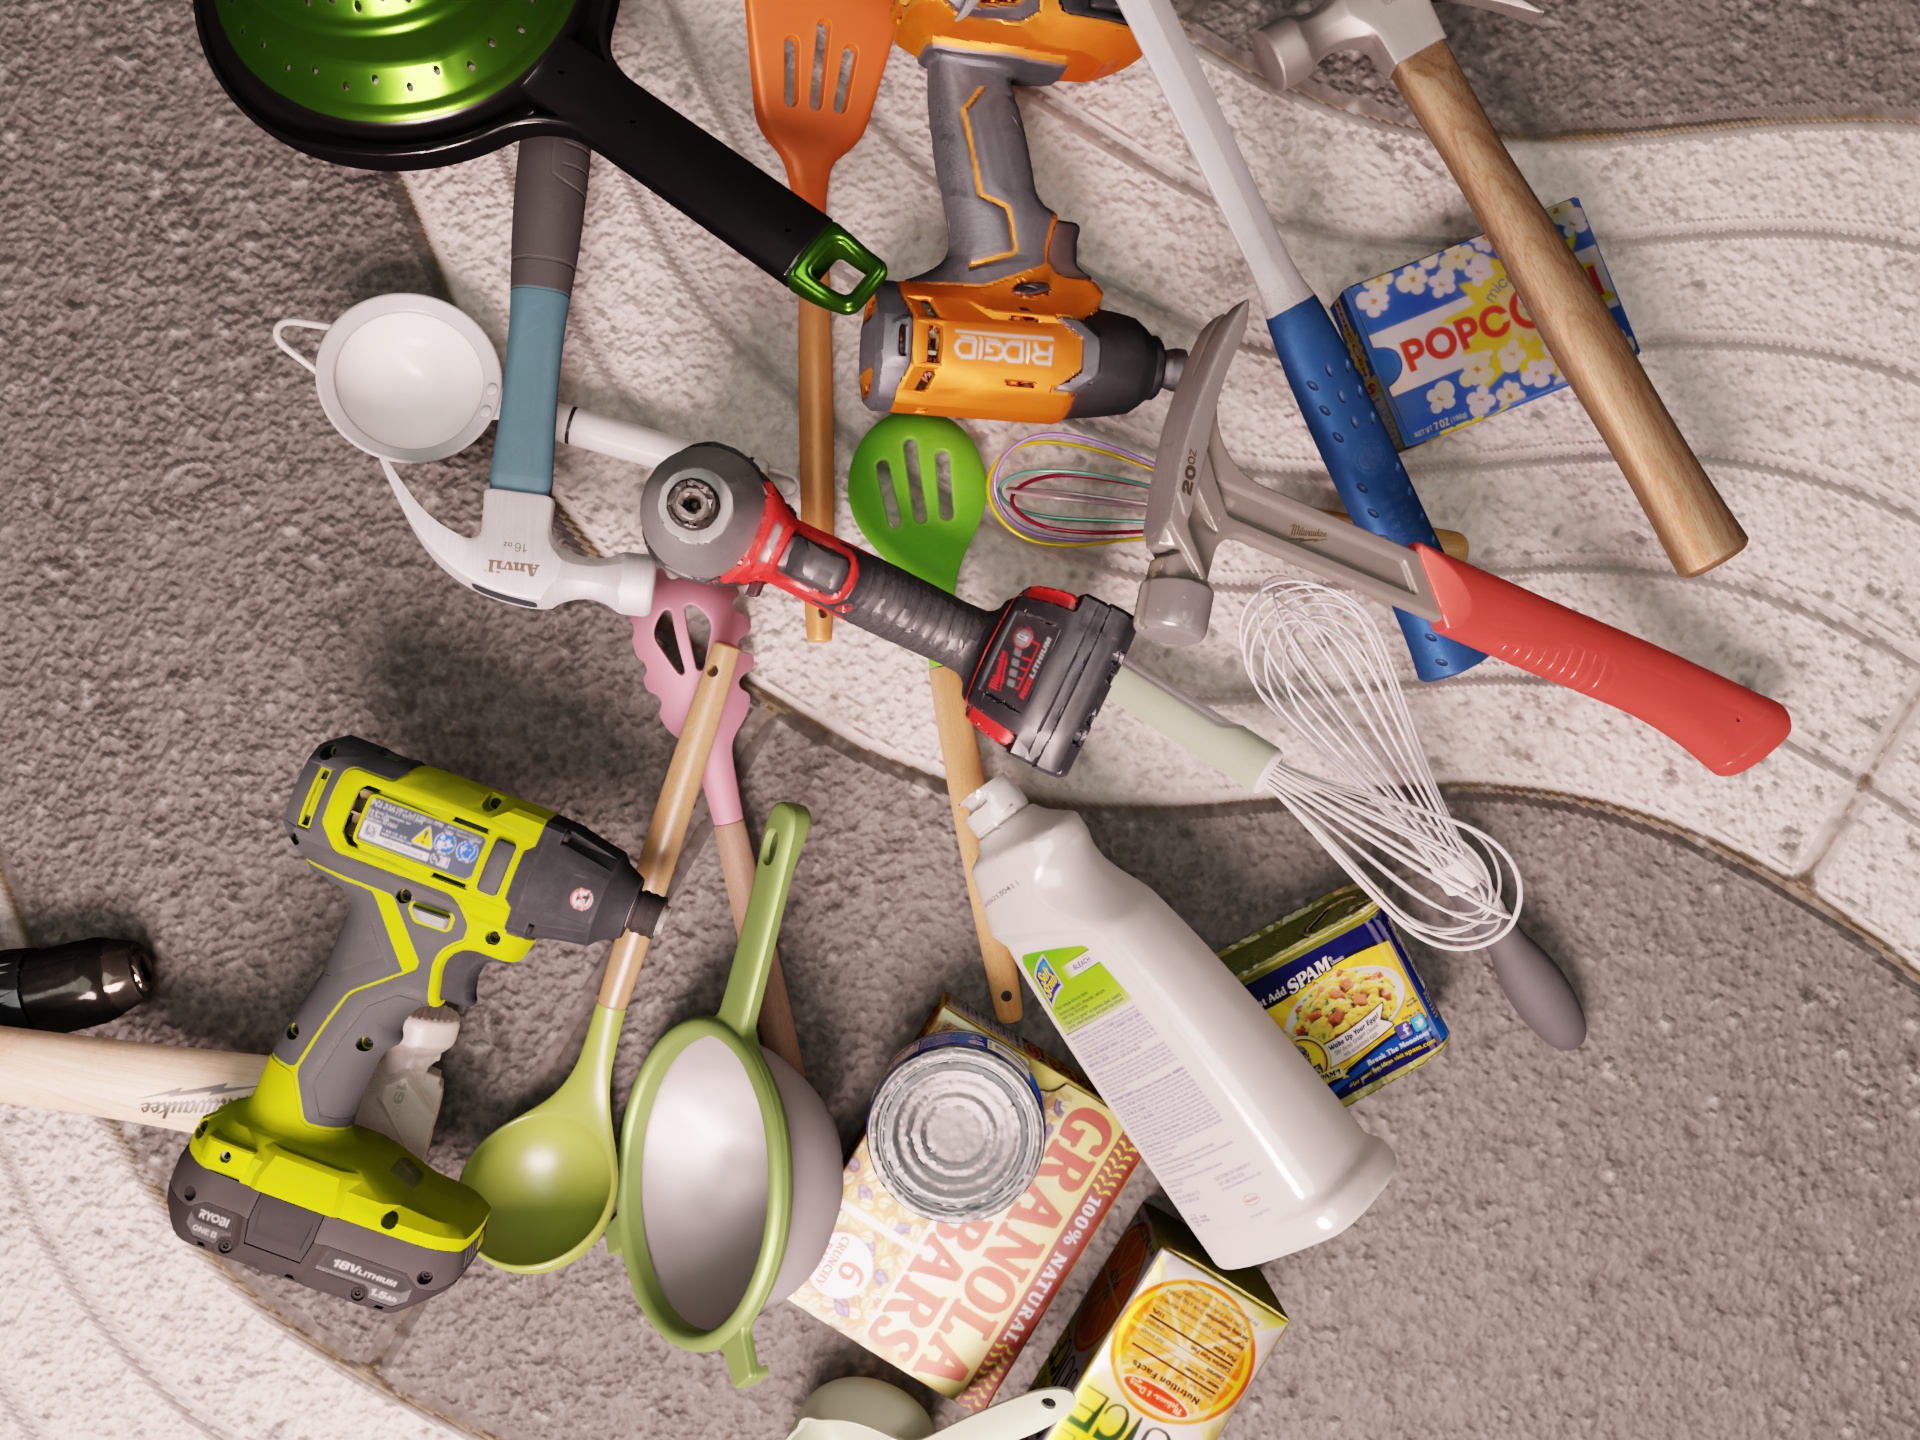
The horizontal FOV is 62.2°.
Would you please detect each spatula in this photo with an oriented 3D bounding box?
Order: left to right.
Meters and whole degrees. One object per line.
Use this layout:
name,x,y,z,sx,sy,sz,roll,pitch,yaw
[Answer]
spatula,-0.070,-0.200,0.786,0.081,0.041,0.322,-1,90,-23

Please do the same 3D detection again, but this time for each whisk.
whisk,0.133,-0.098,0.792,0.245,0.051,0.047,8,56,-5
whisk,0.155,0.028,0.763,0.246,0.058,0.059,34,108,18
whisk,0.230,0.048,0.789,0.070,0.070,0.284,-35,96,0

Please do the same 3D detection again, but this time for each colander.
colander,-0.198,-0.317,0.713,0.397,0.094,0.204,36,79,7

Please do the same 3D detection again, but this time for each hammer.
hammer,-0.457,0.166,0.737,0.410,0.038,0.146,15,91,-16
hammer,-0.199,-0.217,0.765,0.128,0.033,0.331,5,80,-13
hammer,0.143,-0.199,0.737,0.144,0.035,0.405,-31,101,-9
hammer,0.246,-0.058,0.735,0.358,0.037,0.149,18,79,-21
hammer,0.277,-0.219,0.757,0.130,0.031,0.331,-30,88,0

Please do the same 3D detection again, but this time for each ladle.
ladle,-0.166,0.114,0.765,0.078,0.062,0.320,21,97,15

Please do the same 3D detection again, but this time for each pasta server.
pasta server,-0.109,0.076,0.799,0.060,0.040,0.316,-13,94,-1

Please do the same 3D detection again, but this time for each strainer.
strainer,-0.205,-0.148,0.789,0.258,0.050,0.087,15,78,-6
strainer,-0.089,0.167,0.757,0.069,0.152,0.256,12,92,-38

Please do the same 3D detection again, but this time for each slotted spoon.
slotted spoon,-0.001,-0.003,0.798,0.070,0.031,0.314,-10,92,2

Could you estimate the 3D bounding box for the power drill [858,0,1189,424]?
power drill,0.038,-0.257,0.769,0.164,0.084,0.226,3,94,-12

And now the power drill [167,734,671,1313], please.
power drill,-0.245,0.138,0.722,0.171,0.080,0.223,21,88,-3

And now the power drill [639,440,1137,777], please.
power drill,-0.039,-0.057,0.713,0.219,0.143,0.078,25,91,-3

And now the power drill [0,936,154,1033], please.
power drill,-0.511,0.067,0.769,0.188,0.080,0.226,-13,94,-7

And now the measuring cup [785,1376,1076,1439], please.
measuring cup,-0.012,0.338,0.765,0.167,0.038,0.083,-31,103,23
